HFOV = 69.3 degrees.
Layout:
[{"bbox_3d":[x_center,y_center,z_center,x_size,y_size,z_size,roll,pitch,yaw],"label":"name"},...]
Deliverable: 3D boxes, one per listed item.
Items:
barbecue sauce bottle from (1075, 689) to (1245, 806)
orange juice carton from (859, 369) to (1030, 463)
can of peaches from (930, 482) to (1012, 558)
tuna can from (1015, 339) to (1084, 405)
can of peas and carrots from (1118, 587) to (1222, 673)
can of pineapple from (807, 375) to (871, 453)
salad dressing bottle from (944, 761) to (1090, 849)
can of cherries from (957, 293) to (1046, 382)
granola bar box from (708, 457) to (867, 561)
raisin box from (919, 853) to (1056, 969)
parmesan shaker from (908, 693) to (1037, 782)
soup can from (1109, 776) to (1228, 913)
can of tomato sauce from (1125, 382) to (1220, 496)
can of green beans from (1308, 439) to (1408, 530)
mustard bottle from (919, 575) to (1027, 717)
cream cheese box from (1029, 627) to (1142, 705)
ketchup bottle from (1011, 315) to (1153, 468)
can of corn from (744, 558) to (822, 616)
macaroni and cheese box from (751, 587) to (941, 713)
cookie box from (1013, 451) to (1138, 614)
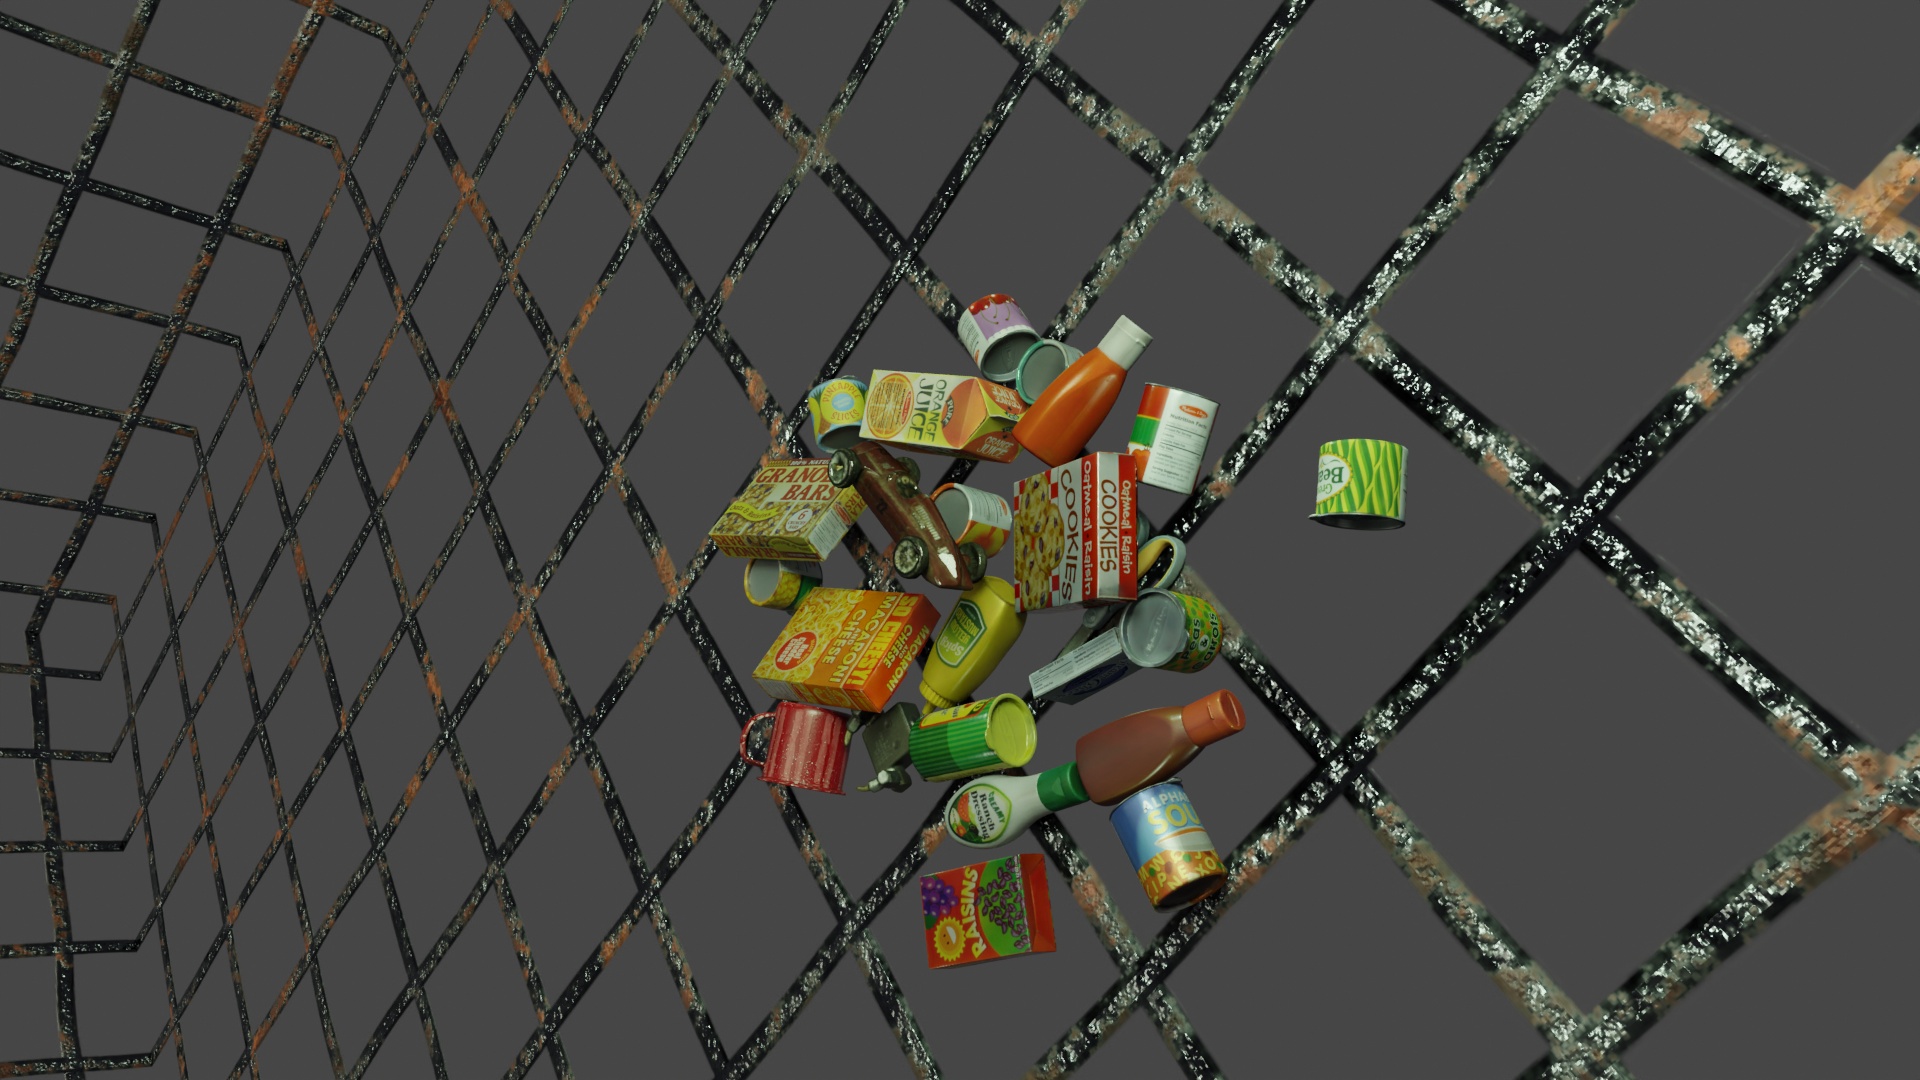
[{"bbox_3d":[0.165,0.167,1.149,0.148,0.044,0.065,-32,60,33],"label":"barbecue sauce bottle"},{"bbox_3d":[-0.006,-0.121,1.364,0.192,0.072,0.073,10,87,45],"label":"orange juice carton"},{"bbox_3d":[0.005,-0.017,1.337,0.071,0.058,0.071,-12,72,41],"label":"can of peaches"},{"bbox_3d":[0.085,-0.153,1.313,0.071,0.033,0.071,-13,71,41],"label":"tuna can"},{"bbox_3d":[0.176,0.076,1.150,0.071,0.059,0.071,-12,72,41],"label":"can of peas and carrots"},{"bbox_3d":[-0.126,-0.133,1.484,0.070,0.071,0.058,-31,61,35],"label":"can of pineapple"},{"bbox_3d":[0.052,0.233,1.238,0.147,0.044,0.064,-27,72,36],"label":"salad dressing bottle"},{"bbox_3d":[0.040,-0.197,1.346,0.071,0.071,0.058,-48,51,25],"label":"can of cherries"},{"bbox_3d":[-0.175,-0.036,1.483,0.165,0.039,0.125,2,45,44],"label":"granola bar box"},{"bbox_3d":[0.023,0.333,1.245,0.123,0.040,0.086,-23,65,37],"label":"raisin box"},{"bbox_3d":[0.008,0.183,1.274,0.103,0.071,0.071,-19,67,39],"label":"parmesan shaker"},{"bbox_3d":[0.168,0.244,1.110,0.071,0.071,0.084,-45,54,27],"label":"soup can"},{"bbox_3d":[0.178,-0.086,1.186,0.071,0.071,0.083,18,93,45],"label":"can of tomato sauce"},{"bbox_3d":[0.304,-0.042,1.052,0.071,0.071,0.058,-2,78,43],"label":"can of green beans"},{"bbox_3d":[0.002,0.111,1.314,0.065,0.049,0.159,46,111,42],"label":"mustard bottle"},{"bbox_3d":[0.115,0.110,1.204,0.103,0.053,0.024,-34,57,33],"label":"cream cheese box"},{"bbox_3d":[0.115,-0.135,1.262,0.148,0.064,0.044,-51,38,11],"label":"ketchup bottle"},{"bbox_3d":[-0.194,0.046,1.511,0.071,0.058,0.071,-13,71,41],"label":"can of corn"},{"bbox_3d":[-0.114,0.107,1.394,0.166,0.040,0.124,1,48,43],"label":"macaroni and cheese box"},{"bbox_3d":[0.098,-0.002,1.208,0.167,0.040,0.123,162,110,-67],"label":"cookie box"}]
